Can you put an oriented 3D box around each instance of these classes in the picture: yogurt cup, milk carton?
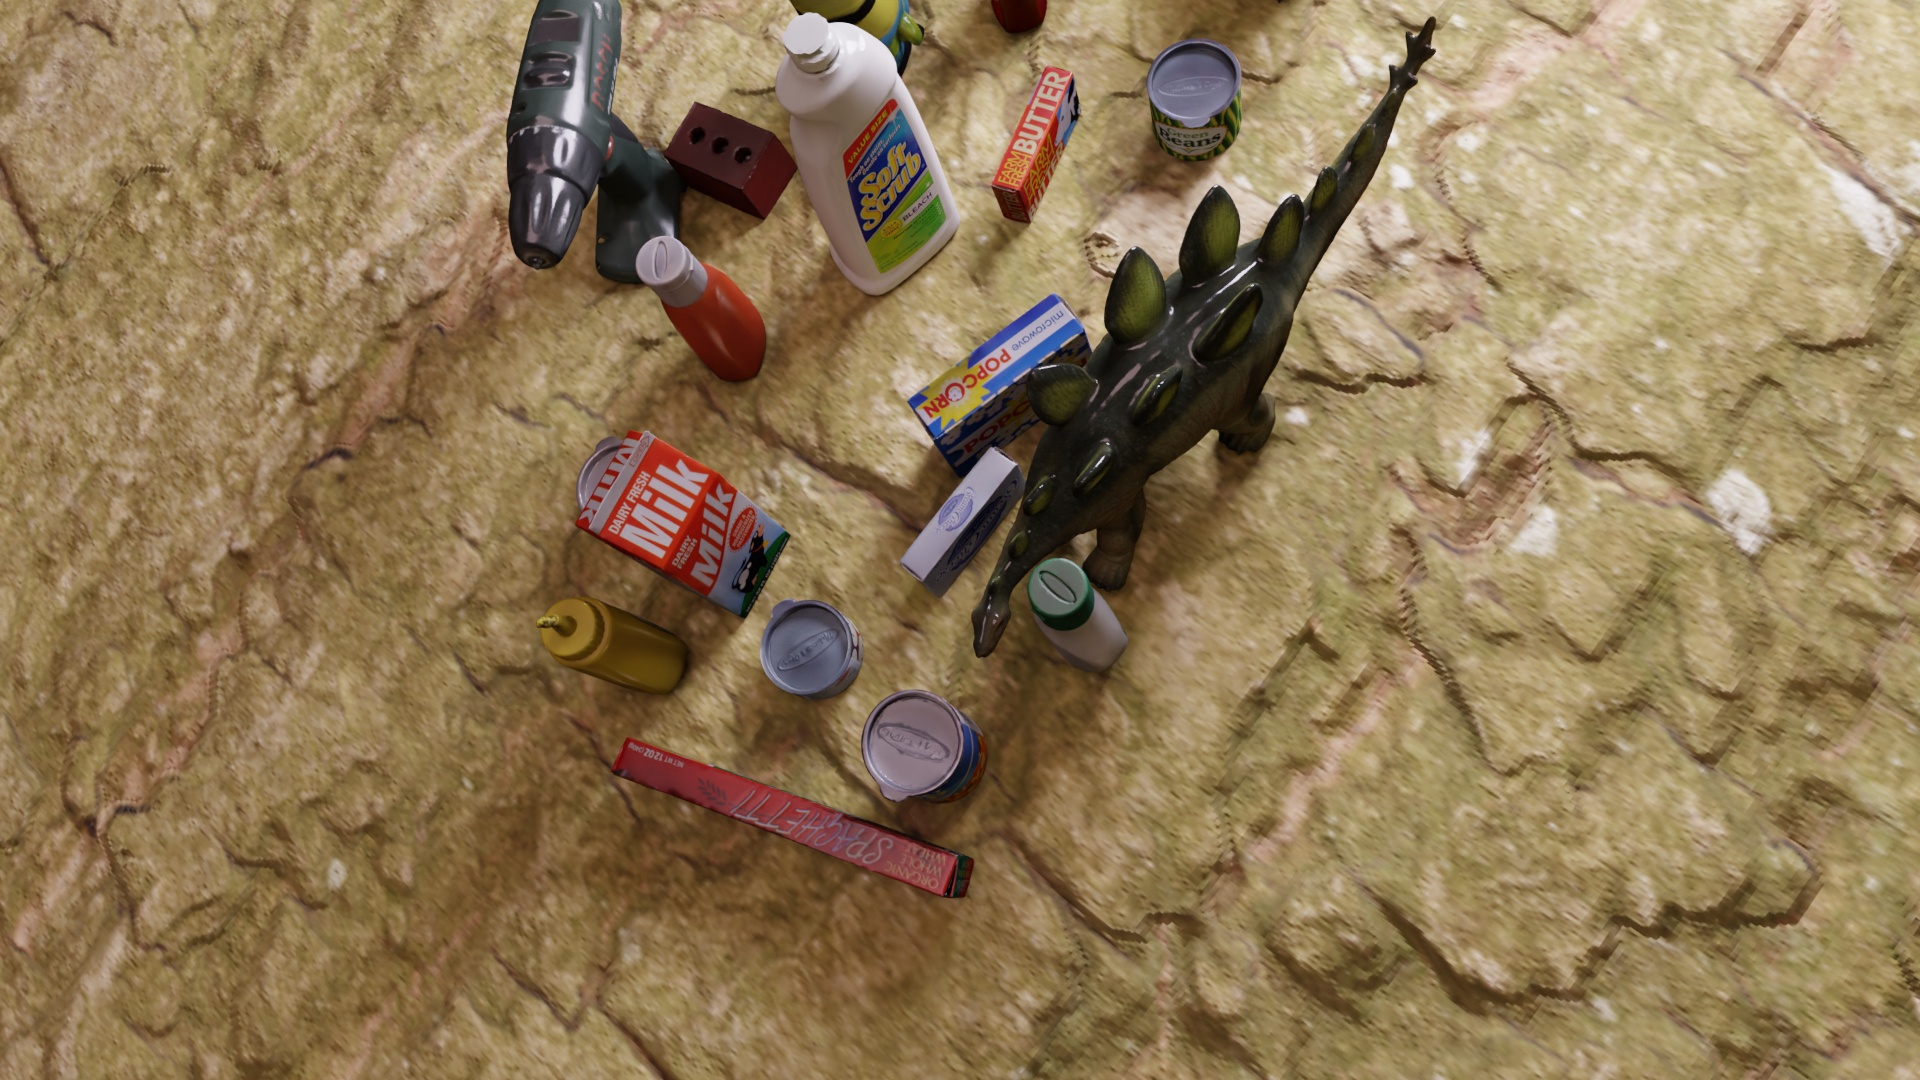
[{"bbox_3d":[-0.237,-0.033,1.011,0.072,0.054,0.072,-3,74,11],"label":"yogurt cup"},{"bbox_3d":[-0.187,-0.012,0.923,0.073,0.190,0.072,25,82,17],"label":"milk carton"}]

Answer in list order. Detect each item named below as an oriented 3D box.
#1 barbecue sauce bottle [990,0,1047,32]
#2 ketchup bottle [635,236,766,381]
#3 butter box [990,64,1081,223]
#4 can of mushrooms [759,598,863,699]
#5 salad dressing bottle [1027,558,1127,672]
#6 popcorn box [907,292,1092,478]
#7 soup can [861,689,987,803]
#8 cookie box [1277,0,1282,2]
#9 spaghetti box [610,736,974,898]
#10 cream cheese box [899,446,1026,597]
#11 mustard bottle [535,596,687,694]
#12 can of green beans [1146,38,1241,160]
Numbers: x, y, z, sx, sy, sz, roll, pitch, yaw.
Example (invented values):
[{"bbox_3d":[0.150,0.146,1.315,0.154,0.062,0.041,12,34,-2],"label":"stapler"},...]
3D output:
[{"bbox_3d":[0.031,-0.441,1.019,0.043,0.148,0.065,-14,73,8],"label":"barbecue sauce bottle"},{"bbox_3d":[-0.182,-0.167,0.987,0.043,0.148,0.065,-4,74,11],"label":"ketchup bottle"},{"bbox_3d":[0.057,-0.290,1.021,0.024,0.053,0.103,21,80,17],"label":"butter box"},{"bbox_3d":[-0.104,0.074,0.963,0.071,0.033,0.071,-3,74,11],"label":"can of mushrooms"},{"bbox_3d":[0.071,0.046,0.874,0.064,0.147,0.044,41,87,19],"label":"salad dressing bottle"},{"bbox_3d":[0.032,-0.105,0.958,0.127,0.085,0.038,-36,71,0],"label":"popcorn box"},{"bbox_3d":[-0.023,0.138,0.902,0.071,0.083,0.071,-3,74,11],"label":"soup can"},{"bbox_3d":[0.208,-0.483,0.983,0.040,0.167,0.123,-32,71,2],"label":"cookie box"},{"bbox_3d":[-0.112,0.184,0.926,0.250,0.050,0.029,16,79,16],"label":"spaghetti box"},{"bbox_3d":[0.003,-0.012,0.954,0.024,0.053,0.104,37,85,19],"label":"cream cheese box"},{"bbox_3d":[-0.237,0.068,0.927,0.065,0.160,0.049,15,79,16],"label":"mustard bottle"},{"bbox_3d":[0.169,-0.317,1.002,0.071,0.057,0.071,-3,74,11],"label":"can of green beans"}]
